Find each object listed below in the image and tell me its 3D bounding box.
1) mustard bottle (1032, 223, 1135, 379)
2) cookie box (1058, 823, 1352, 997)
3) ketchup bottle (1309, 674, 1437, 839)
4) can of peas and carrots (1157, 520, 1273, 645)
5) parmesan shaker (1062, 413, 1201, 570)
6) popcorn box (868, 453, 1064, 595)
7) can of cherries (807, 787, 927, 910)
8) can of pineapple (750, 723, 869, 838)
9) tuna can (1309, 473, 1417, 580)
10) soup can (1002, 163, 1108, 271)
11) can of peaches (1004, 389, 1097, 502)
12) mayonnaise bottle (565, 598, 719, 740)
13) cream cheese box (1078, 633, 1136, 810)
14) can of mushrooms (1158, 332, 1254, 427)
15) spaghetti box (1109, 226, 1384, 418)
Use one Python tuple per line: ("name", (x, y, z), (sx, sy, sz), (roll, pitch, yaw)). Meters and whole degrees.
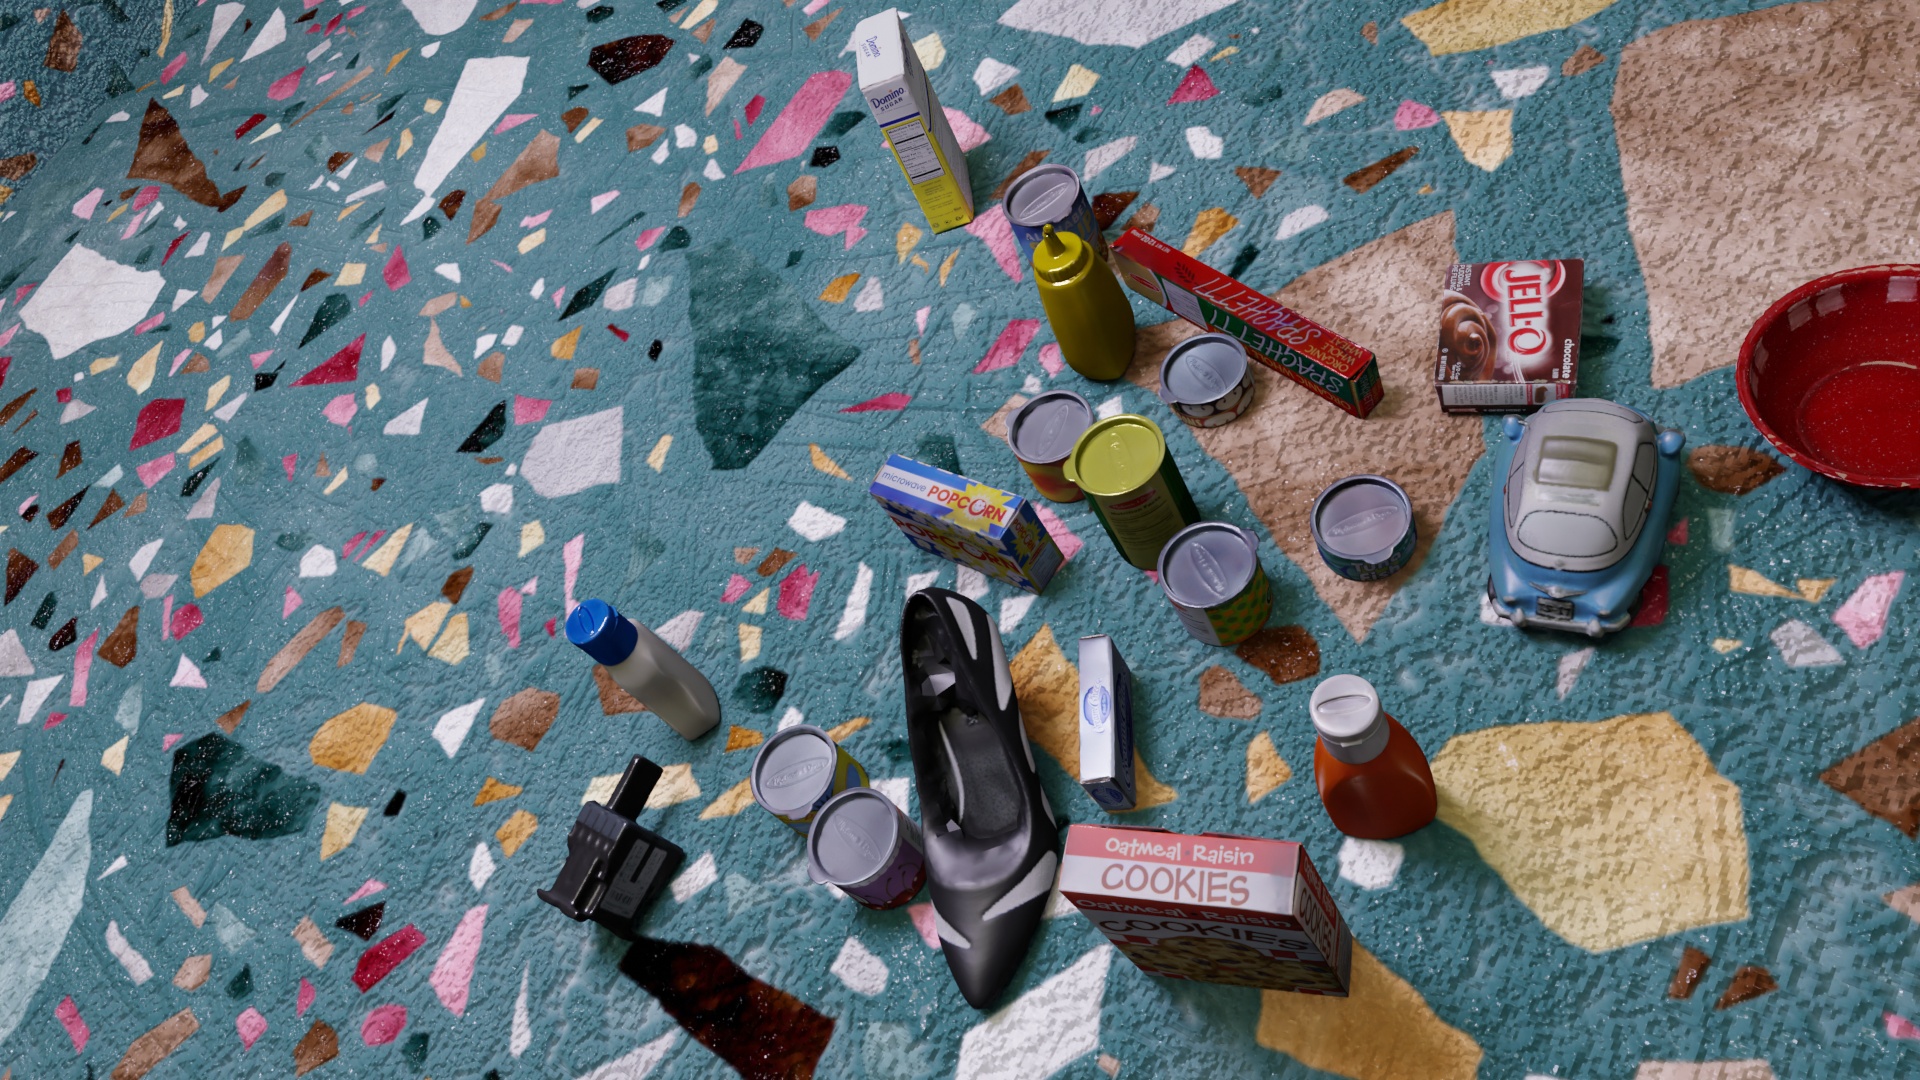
("mustard bottle", (0.089, -0.187, 1.047), (0.049, 0.159, 0.065), (6, 62, 29))
("cookie box", (0.139, 0.204, 0.761), (0.123, 0.167, 0.040), (-1, 59, 25))
("ketchup bottle", (0.228, 0.124, 0.783), (0.064, 0.148, 0.044), (-13, 55, 18))
("can of peas and carrots", (0.173, 0.028, 0.930), (0.071, 0.058, 0.071), (-12, 55, 18))
("parmesan shaker", (0.121, -0.031, 0.966), (0.071, 0.102, 0.071), (-12, 55, 18))
("popcorn box", (0.004, -0.013, 1.021), (0.127, 0.085, 0.038), (21, 70, 34))
("can of cherries", (-0.062, 0.207, 0.924), (0.071, 0.058, 0.072), (-12, 55, 18))
("can of pineapple", (-0.104, 0.171, 0.969), (0.071, 0.057, 0.071), (-12, 55, 18))
("tuna can", (0.269, -0.006, 0.924), (0.071, 0.032, 0.071), (-12, 55, 18))
("soup can", (0.081, -0.255, 1.145), (0.071, 0.083, 0.072), (-12, 55, 18))
("can of peaches", (0.074, -0.071, 1.043), (0.071, 0.058, 0.071), (-12, 55, 18))
("mayonnaise bottle", (-0.234, 0.092, 1.024), (0.041, 0.147, 0.065), (-35, 51, 1))
("cream cheese box", (0.096, 0.119, 0.910), (0.024, 0.053, 0.104), (-11, 55, 19))
("can of mushrooms", (0.183, -0.118, 1.038), (0.071, 0.033, 0.071), (-12, 55, 18))
("spaghetti box", (0.211, -0.168, 1.046), (0.029, 0.050, 0.251), (-45, 51, -7))
